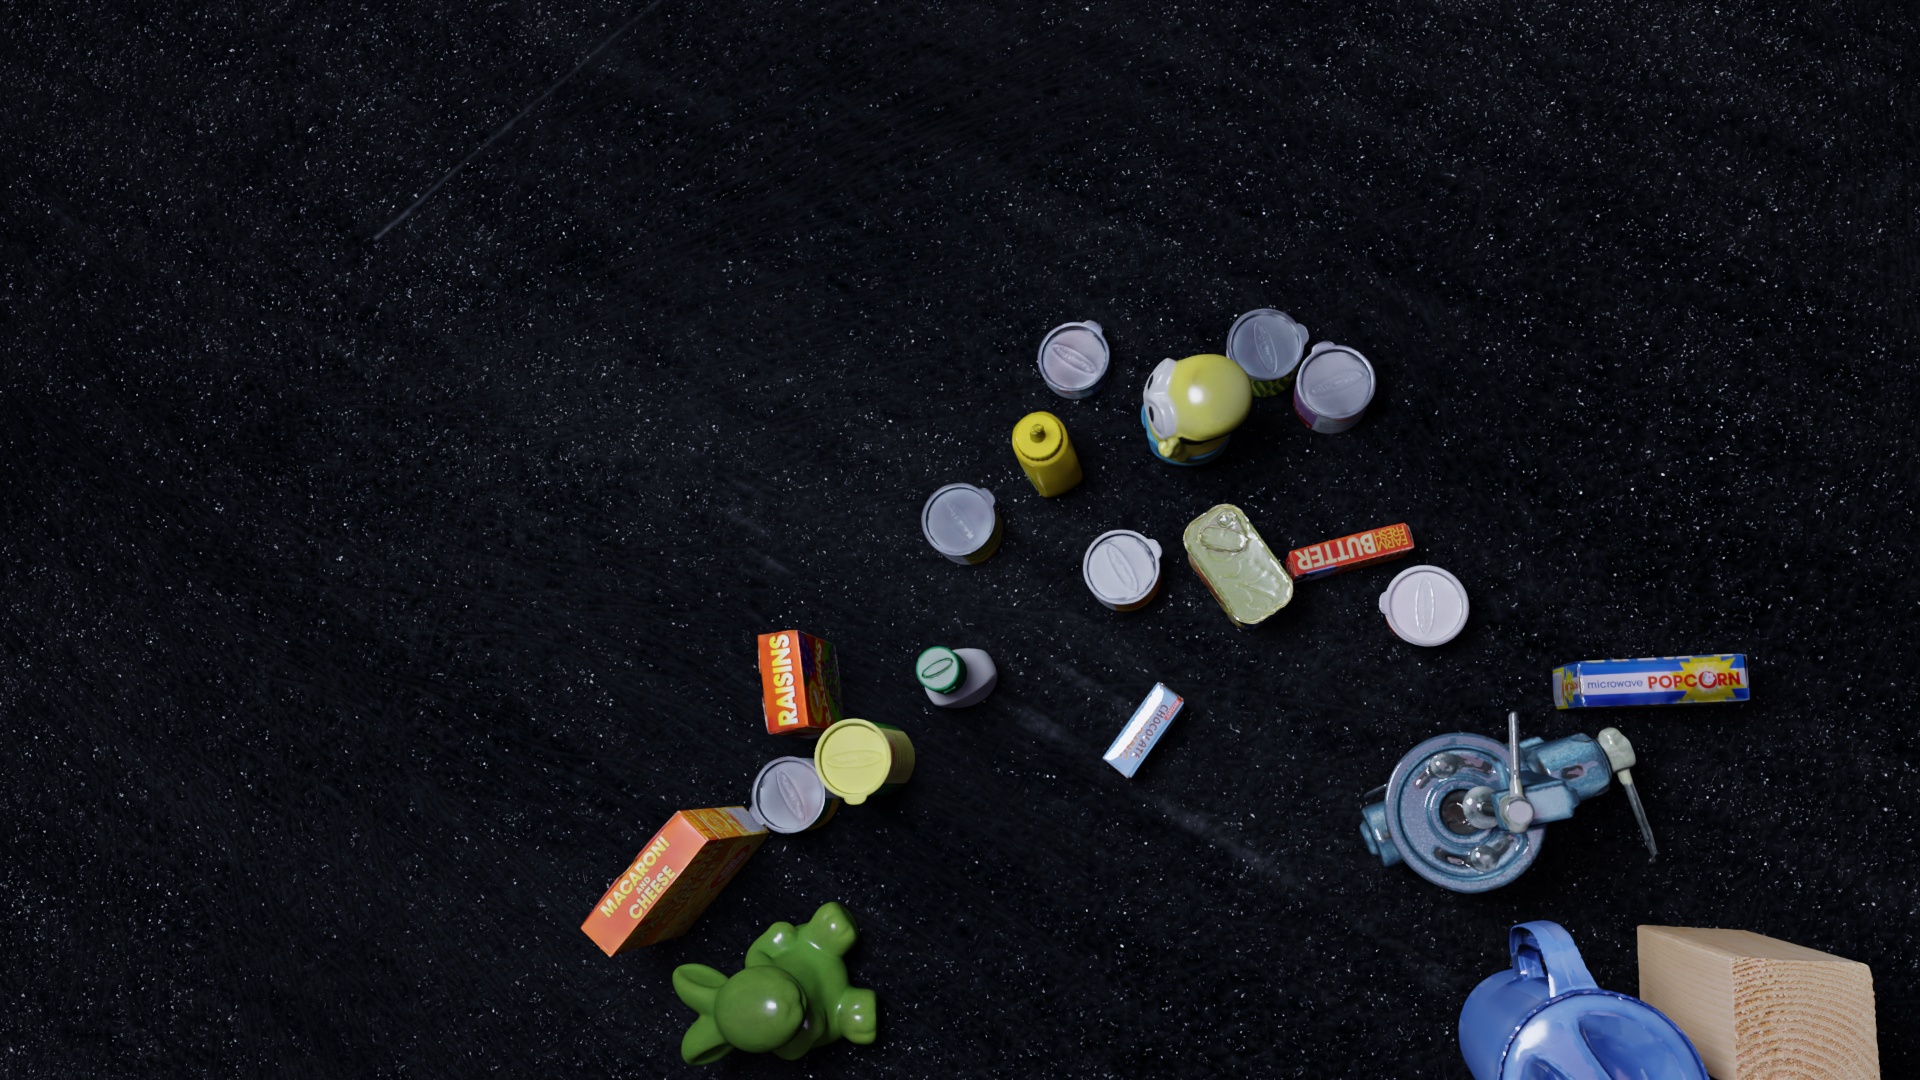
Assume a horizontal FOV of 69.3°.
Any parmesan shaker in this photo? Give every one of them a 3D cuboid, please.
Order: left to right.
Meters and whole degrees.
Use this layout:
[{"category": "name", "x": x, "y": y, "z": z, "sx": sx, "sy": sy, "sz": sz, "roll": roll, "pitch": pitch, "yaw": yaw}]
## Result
[{"category": "parmesan shaker", "x": -0.082, "y": 0.194, "z": 1.212, "sx": 0.071, "sy": 0.103, "sz": 0.071, "roll": -2, "pitch": 80, "yaw": 9}]

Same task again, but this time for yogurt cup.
[{"category": "yogurt cup", "x": 0.393, "y": 0.058, "z": 1.183, "sx": 0.072, "sy": 0.054, "sz": 0.072, "roll": -2, "pitch": 79, "yaw": 9}]

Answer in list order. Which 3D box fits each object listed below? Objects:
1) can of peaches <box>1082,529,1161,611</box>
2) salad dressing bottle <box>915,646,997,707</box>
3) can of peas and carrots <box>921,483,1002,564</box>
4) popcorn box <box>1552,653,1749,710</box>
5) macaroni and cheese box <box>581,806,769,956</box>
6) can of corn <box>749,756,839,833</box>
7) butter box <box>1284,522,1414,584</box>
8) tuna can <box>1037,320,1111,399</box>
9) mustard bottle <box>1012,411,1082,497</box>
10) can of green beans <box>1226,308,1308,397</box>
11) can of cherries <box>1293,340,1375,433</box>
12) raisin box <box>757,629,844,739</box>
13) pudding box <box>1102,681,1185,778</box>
[{"category": "can of peaches", "x": 0.146, "y": 0.027, "z": 1.228, "sx": 0.071, "sy": 0.058, "sz": 0.071, "roll": -2, "pitch": 79, "yaw": 9}, {"category": "salad dressing bottle", "x": -0.006, "y": 0.116, "z": 1.191, "sx": 0.064, "sy": 0.147, "sz": 0.044, "roll": -28, "pitch": 77, "yaw": 4}, {"category": "can of peas and carrots", "x": 0.004, "y": -0.016, "z": 1.259, "sx": 0.071, "sy": 0.058, "sz": 0.071, "roll": -2, "pitch": 79, "yaw": 9}, {"category": "popcorn box", "x": 0.557, "y": 0.116, "z": 1.128, "sx": 0.127, "sy": 0.085, "sz": 0.038, "roll": -4, "pitch": 79, "yaw": 9}, {"category": "macaroni and cheese box", "x": -0.240, "y": 0.287, "z": 1.188, "sx": 0.040, "sy": 0.166, "sz": 0.124, "roll": 39, "pitch": 88, "yaw": 14}, {"category": "can of corn", "x": -0.148, "y": 0.228, "z": 1.239, "sx": 0.071, "sy": 0.058, "sz": 0.071, "roll": -2, "pitch": 79, "yaw": 9}, {"category": "butter box", "x": 0.335, "y": 0.012, "z": 1.202, "sx": 0.103, "sy": 0.053, "sz": 0.024, "roll": -15, "pitch": 78, "yaw": 7}, {"category": "tuna can", "x": 0.107, "y": -0.168, "z": 1.284, "sx": 0.071, "sy": 0.033, "sz": 0.071, "roll": -2, "pitch": 79, "yaw": 9}, {"category": "mustard bottle", "x": 0.072, "y": -0.081, "z": 1.208, "sx": 0.049, "sy": 0.160, "sz": 0.065, "roll": -28, "pitch": 77, "yaw": 4}, {"category": "can of green beans", "x": 0.272, "y": -0.167, "z": 1.243, "sx": 0.071, "sy": 0.057, "sz": 0.071, "roll": -2, "pitch": 79, "yaw": 9}, {"category": "can of cherries", "x": 0.329, "y": -0.135, "z": 1.227, "sx": 0.071, "sy": 0.058, "sz": 0.071, "roll": -2, "pitch": 79, "yaw": 9}, {"category": "raisin box", "x": -0.139, "y": 0.128, "z": 1.223, "sx": 0.040, "sy": 0.123, "sz": 0.086, "roll": -9, "pitch": 79, "yaw": 8}, {"category": "pudding box", "x": 0.160, "y": 0.166, "z": 1.204, "sx": 0.030, "sy": 0.049, "sz": 0.084, "roll": 36, "pitch": 87, "yaw": 14}]
